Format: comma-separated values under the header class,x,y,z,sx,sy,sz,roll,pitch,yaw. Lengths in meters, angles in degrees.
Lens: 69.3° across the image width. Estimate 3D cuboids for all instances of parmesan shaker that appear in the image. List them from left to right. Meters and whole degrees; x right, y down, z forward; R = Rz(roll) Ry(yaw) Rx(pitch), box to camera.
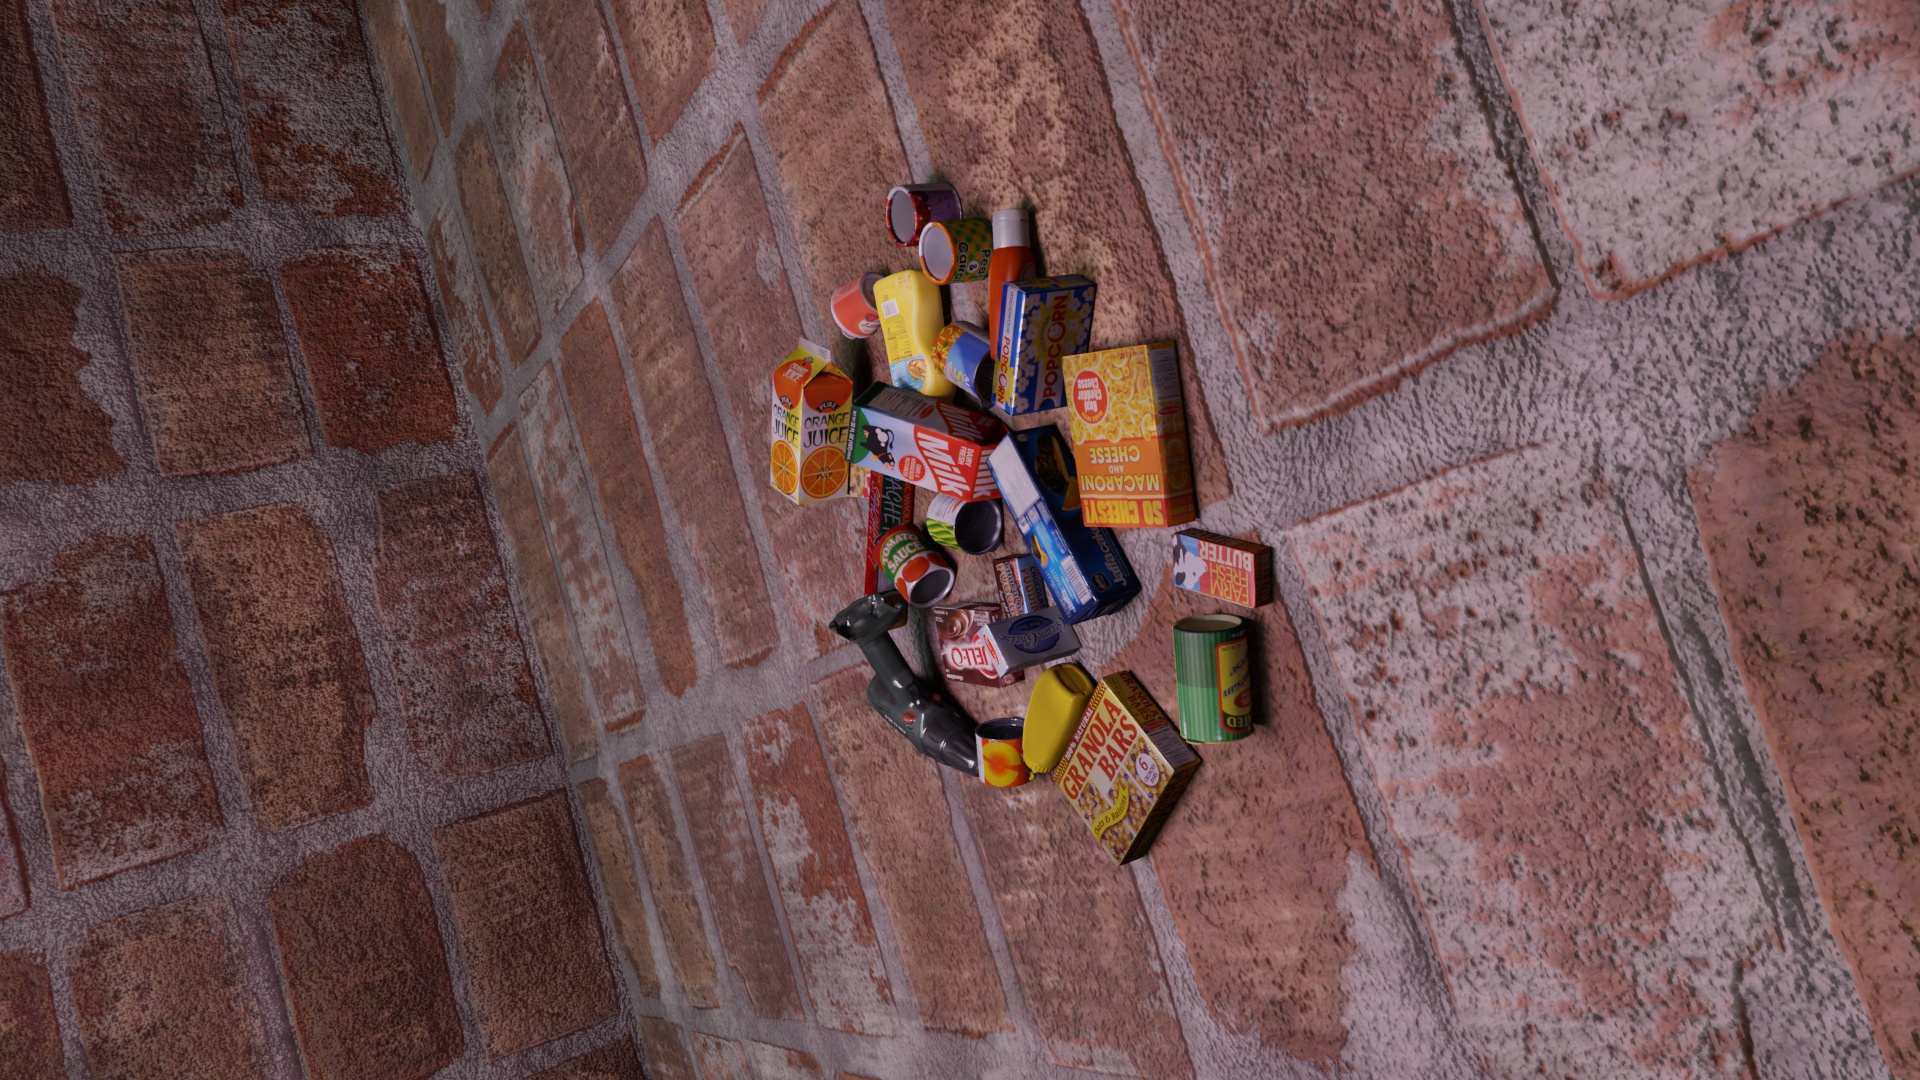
class,x,y,z,sx,sy,sz,roll,pitch,yaw
parmesan shaker,0.225,0.124,1.246,0.071,0.071,0.103,9,109,55

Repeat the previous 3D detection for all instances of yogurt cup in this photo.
class,x,y,z,sx,sy,sz,roll,pitch,yaw
yogurt cup,-0.109,-0.277,1.621,0.053,0.072,0.072,-27,78,48

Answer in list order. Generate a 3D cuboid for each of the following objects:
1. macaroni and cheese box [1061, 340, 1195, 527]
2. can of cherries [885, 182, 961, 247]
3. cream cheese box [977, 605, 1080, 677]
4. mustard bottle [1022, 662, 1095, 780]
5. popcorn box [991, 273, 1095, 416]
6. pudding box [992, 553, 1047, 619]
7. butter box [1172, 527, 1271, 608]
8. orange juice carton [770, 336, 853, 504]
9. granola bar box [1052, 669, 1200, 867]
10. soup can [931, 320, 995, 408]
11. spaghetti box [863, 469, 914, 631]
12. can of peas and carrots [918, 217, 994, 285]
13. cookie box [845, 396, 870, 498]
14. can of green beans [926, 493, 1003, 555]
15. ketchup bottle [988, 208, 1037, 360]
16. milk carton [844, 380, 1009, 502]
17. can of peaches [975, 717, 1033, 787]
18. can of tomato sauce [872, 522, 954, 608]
class,x,y,z,sx,sy,sz,roll,pitch,yaw
macaroni and cheese box,0.157,-0.097,1.300,0.123,0.040,0.166,2,102,56
can of cherries,-0.040,-0.348,1.494,0.071,0.058,0.071,25,121,51
cream cheese box,0.072,0.103,1.441,0.024,0.104,0.053,-47,63,48
mustard bottle,0.098,0.202,1.488,0.065,0.049,0.159,52,140,34
popcorn box,0.079,-0.190,1.343,0.038,0.085,0.126,38,131,46
pudding box,0.066,0.057,1.502,0.049,0.030,0.083,-6,96,56
butter box,0.233,0.024,1.242,0.103,0.024,0.053,17,115,54
orange juice carton,-0.182,-0.147,1.692,0.072,0.073,0.191,32,125,47
granola bar box,0.165,0.231,1.406,0.124,0.039,0.164,52,140,32
soup can,0.017,-0.185,1.455,0.084,0.071,0.071,36,130,46
spaghetti box,-0.087,-0.004,1.694,0.029,0.050,0.248,33,127,46
can of peas and carrots,-0.001,-0.301,1.451,0.071,0.059,0.070,27,123,50
cookie box,-0.143,-0.119,1.750,0.167,0.040,0.122,6,106,55
can of green beans,0.005,-0.021,1.535,0.058,0.071,0.071,18,116,54
ketchup bottle,0.053,-0.254,1.387,0.043,0.065,0.148,-2,91,33
milk carton,-0.022,-0.102,1.498,0.191,0.074,0.072,18,123,13
can of peaches,0.054,0.237,1.554,0.071,0.071,0.058,15,114,54
can of tomato sauce,-0.056,0.029,1.642,0.083,0.071,0.070,49,138,35
